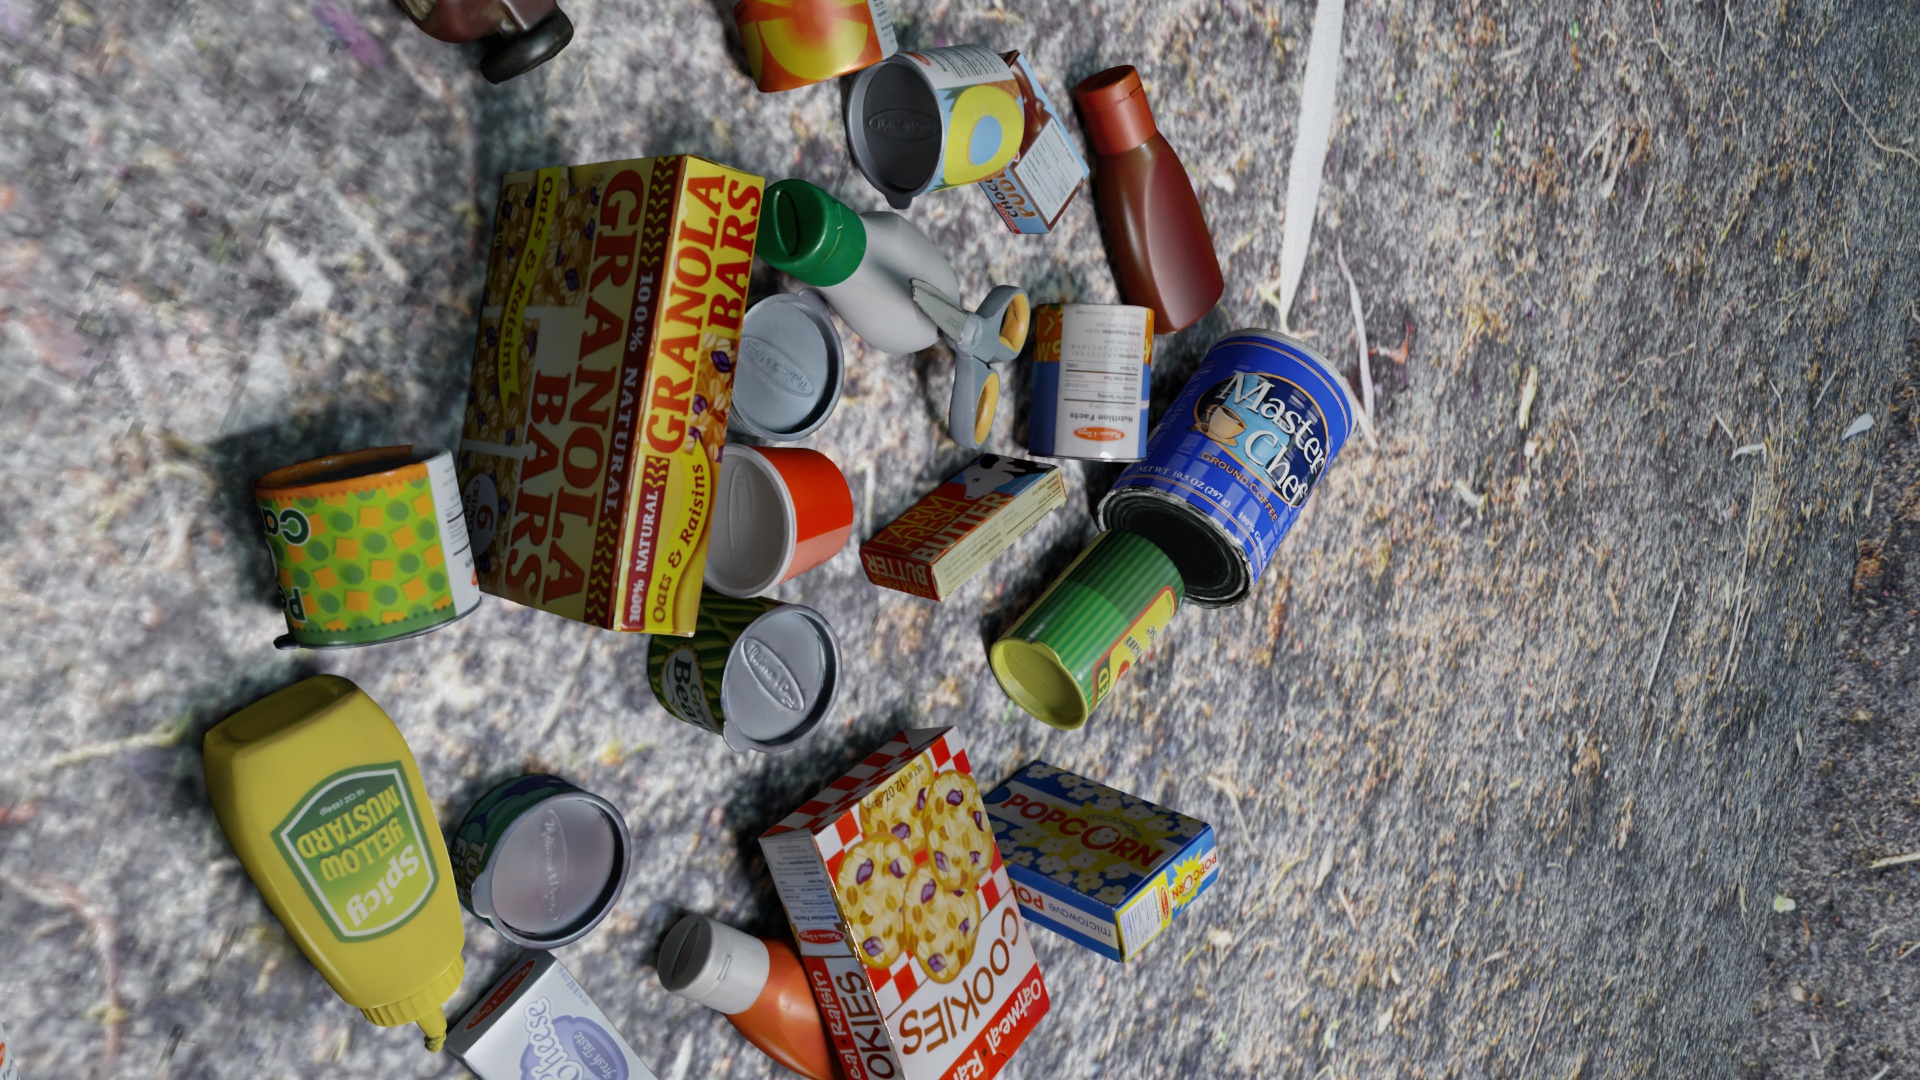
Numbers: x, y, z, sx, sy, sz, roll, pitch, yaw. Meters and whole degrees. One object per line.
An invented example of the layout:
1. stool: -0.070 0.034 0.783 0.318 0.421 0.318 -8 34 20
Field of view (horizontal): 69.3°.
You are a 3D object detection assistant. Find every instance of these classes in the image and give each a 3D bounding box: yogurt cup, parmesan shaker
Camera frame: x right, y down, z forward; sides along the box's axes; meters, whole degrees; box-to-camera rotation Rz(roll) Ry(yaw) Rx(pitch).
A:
1. yogurt cup: -0.085 -0.012 0.620 0.054 0.072 0.072 -15 108 -56
2. parmesan shaker: 0.074 0.047 0.786 0.103 0.071 0.071 -44 125 -31

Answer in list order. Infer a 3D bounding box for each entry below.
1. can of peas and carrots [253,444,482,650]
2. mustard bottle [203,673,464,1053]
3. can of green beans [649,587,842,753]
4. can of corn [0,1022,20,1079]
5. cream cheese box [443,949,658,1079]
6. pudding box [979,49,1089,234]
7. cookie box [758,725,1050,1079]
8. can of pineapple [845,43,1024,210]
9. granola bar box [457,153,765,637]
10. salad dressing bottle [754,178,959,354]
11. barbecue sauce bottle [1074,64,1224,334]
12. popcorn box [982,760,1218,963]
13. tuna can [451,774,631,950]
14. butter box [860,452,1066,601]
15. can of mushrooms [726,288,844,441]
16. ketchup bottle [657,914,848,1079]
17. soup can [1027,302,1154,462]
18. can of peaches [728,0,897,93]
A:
1. can of peas and carrots: -0.212 0.001 0.494 0.071 0.071 0.058 -20 110 -42
2. mustard bottle: -0.220 0.130 0.518 0.065 0.049 0.159 -33 118 -35
3. can of green beans: -0.097 0.057 0.624 0.071 0.058 0.071 -10 104 -44
4. can of corn: -0.320 0.180 0.415 0.071 0.071 0.058 -21 112 -41
5. cream cheese box: -0.172 0.229 0.600 0.053 0.024 0.103 -45 125 -29
6. pudding box: 0.029 -0.208 0.728 0.083 0.030 0.050 50 64 -38
7. cookie box: -0.021 0.194 0.692 0.123 0.040 0.167 -30 104 -53
8. can of pineapple: -0.012 -0.199 0.662 0.058 0.071 0.070 -24 113 -41
9. granola bar box: -0.137 -0.056 0.518 0.039 0.124 0.165 8 91 -47
10. salad dressing bottle: -0.044 -0.122 0.617 0.148 0.044 0.064 10 68 -71
11. barbecue sauce bottle: 0.107 -0.196 0.799 0.065 0.043 0.148 -45 125 -31
12. popcorn box: 0.064 0.171 0.757 0.085 0.127 0.038 -29 120 -38
13. tuna can: -0.176 0.133 0.575 0.071 0.033 0.071 -9 103 -44
14. butter box: 0.003 -0.009 0.717 0.104 0.053 0.024 -38 125 -34
15. can of mushrooms: -0.087 -0.081 0.629 0.071 0.033 0.071 -9 103 -44
16. ketchup bottle: -0.082 0.222 0.676 0.148 0.043 0.065 41 62 -41
17. soup can: 0.071 -0.087 0.767 0.071 0.071 0.083 -3 98 -45
18. can of peaches: -0.068 -0.231 0.602 0.071 0.071 0.057 -37 122 -35
